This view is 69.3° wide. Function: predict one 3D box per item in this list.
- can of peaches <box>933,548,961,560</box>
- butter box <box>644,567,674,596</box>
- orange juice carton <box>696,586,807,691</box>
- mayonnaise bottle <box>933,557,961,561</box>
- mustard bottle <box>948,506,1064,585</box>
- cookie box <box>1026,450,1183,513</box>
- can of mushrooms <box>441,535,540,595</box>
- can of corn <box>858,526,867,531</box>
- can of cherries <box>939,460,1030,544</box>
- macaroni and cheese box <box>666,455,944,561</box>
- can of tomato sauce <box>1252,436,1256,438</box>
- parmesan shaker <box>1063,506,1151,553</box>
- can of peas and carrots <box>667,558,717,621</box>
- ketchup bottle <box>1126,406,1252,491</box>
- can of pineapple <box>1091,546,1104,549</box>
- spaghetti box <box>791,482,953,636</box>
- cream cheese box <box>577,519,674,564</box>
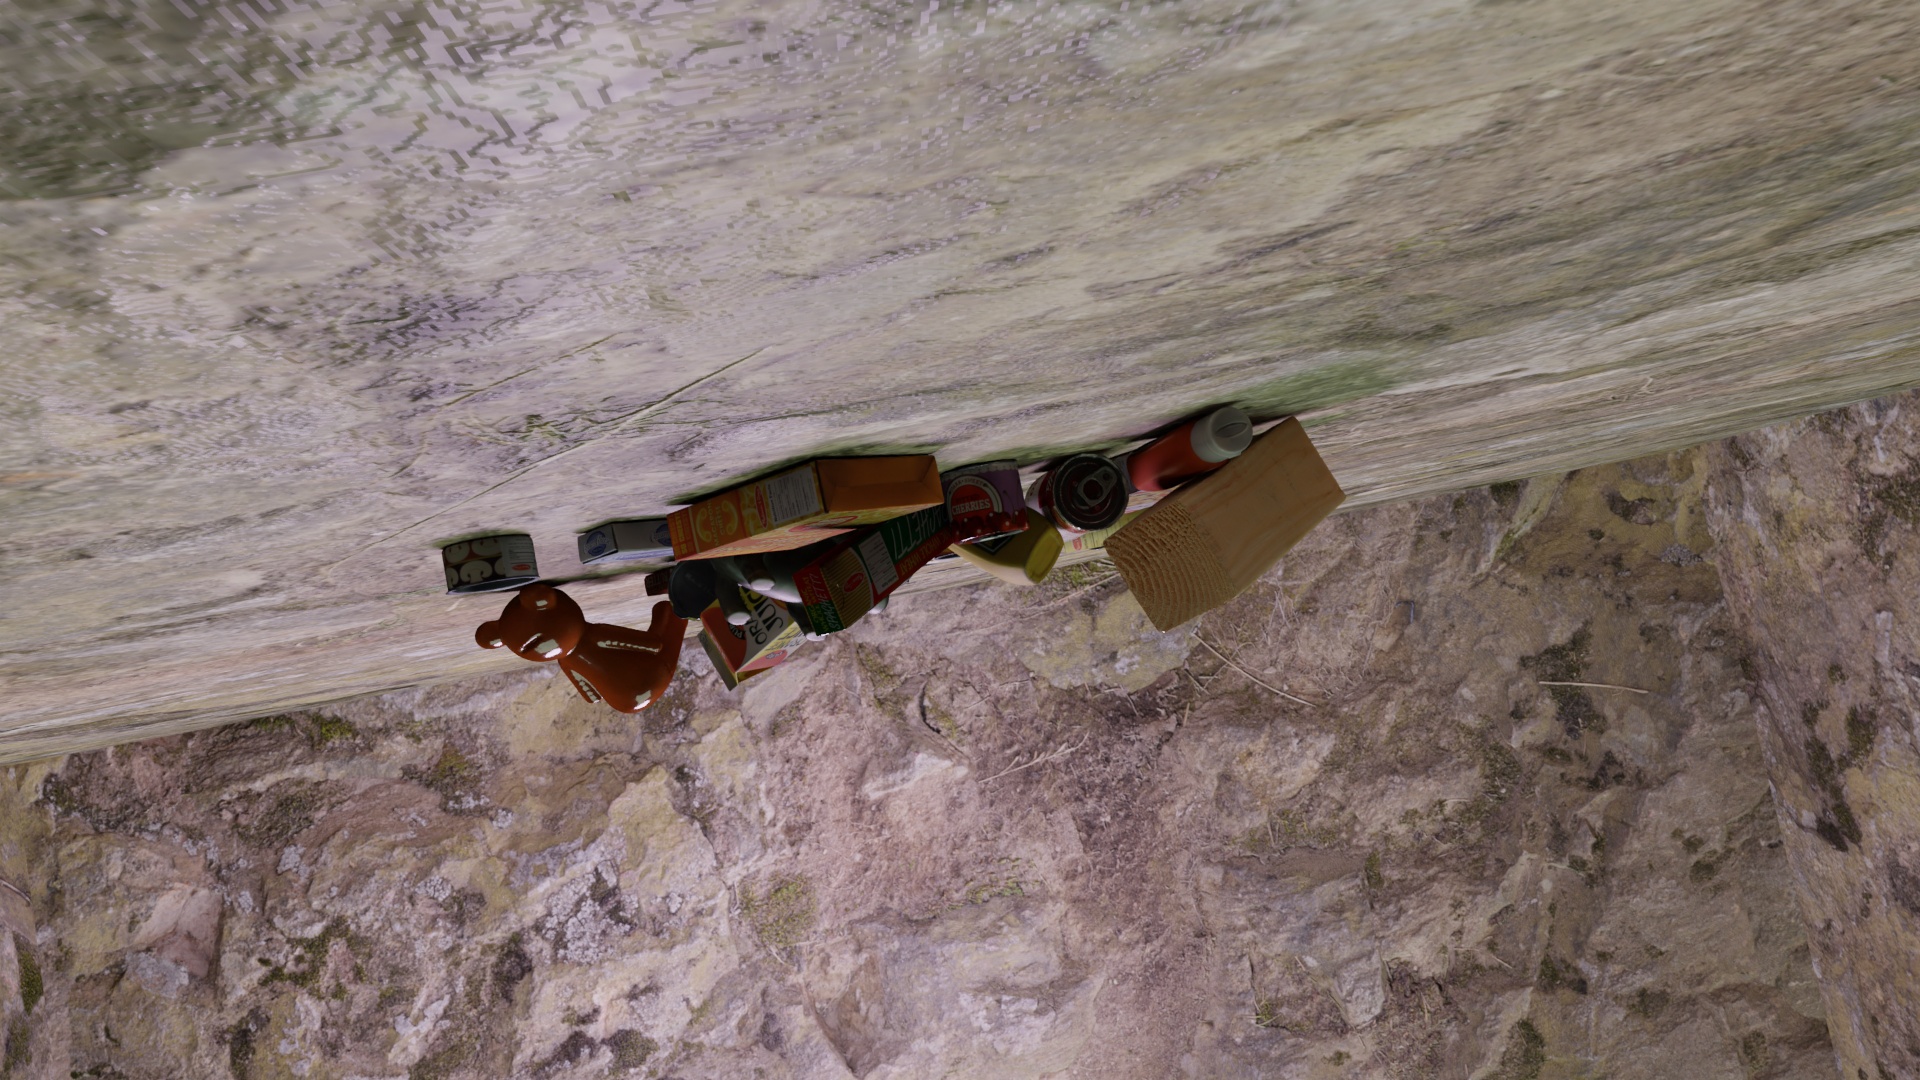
[{"bbox_3d":[0.005,-0.016,1.302,0.071,0.058,0.071,-11,175,-1],"label":"can of peaches"},{"bbox_3d":[-0.290,0.041,1.530,0.104,0.024,0.053,-7,174,-45],"label":"butter box"},{"bbox_3d":[-0.179,0.066,1.350,0.192,0.072,0.073,-40,163,22],"label":"orange juice carton"},{"bbox_3d":[-0.006,-0.007,1.384,0.148,0.065,0.041,-2,168,-40],"label":"mayonnaise bottle"},{"bbox_3d":[0.014,-0.011,1.225,0.160,0.065,0.048,22,162,37],"label":"mustard bottle"},{"bbox_3d":[0.163,-0.054,1.327,0.123,0.040,0.167,-8,174,-36],"label":"cookie box"},{"bbox_3d":[-0.351,0.019,1.031,0.071,0.033,0.071,-11,176,-1],"label":"can of mushrooms"},{"bbox_3d":[-0.088,0.015,1.447,0.058,0.071,0.071,-11,175,4],"label":"can of corn"},{"bbox_3d":[0.019,-0.031,1.144,0.071,0.058,0.071,-11,176,-1],"label":"can of cherries"},{"bbox_3d":[-0.115,-0.024,1.020,0.166,0.040,0.124,-15,174,40],"label":"macaroni and cheese box"},{"bbox_3d":[0.282,-0.054,1.335,0.071,0.083,0.071,-11,175,-1],"label":"can of tomato sauce"},{"bbox_3d":[0.154,-0.027,1.465,0.103,0.071,0.071,-12,175,5],"label":"parmesan shaker"},{"bbox_3d":[-0.266,0.051,1.416,0.071,0.071,0.058,-10,176,-13],"label":"can of peas and carrots"},{"bbox_3d":[0.186,-0.073,1.110,0.065,0.043,0.148,-19,178,-15],"label":"ketchup bottle"},{"bbox_3d":[0.163,-0.024,1.539,0.071,0.071,0.058,-15,174,41],"label":"can of pineapple"},{"bbox_3d":[-0.055,0.008,1.084,0.028,0.050,0.251,-17,-170,25],"label":"spaghetti box"},{"bbox_3d":[-0.245,-0.001,1.102,0.053,0.024,0.104,-15,174,42],"label":"cream cheese box"}]
